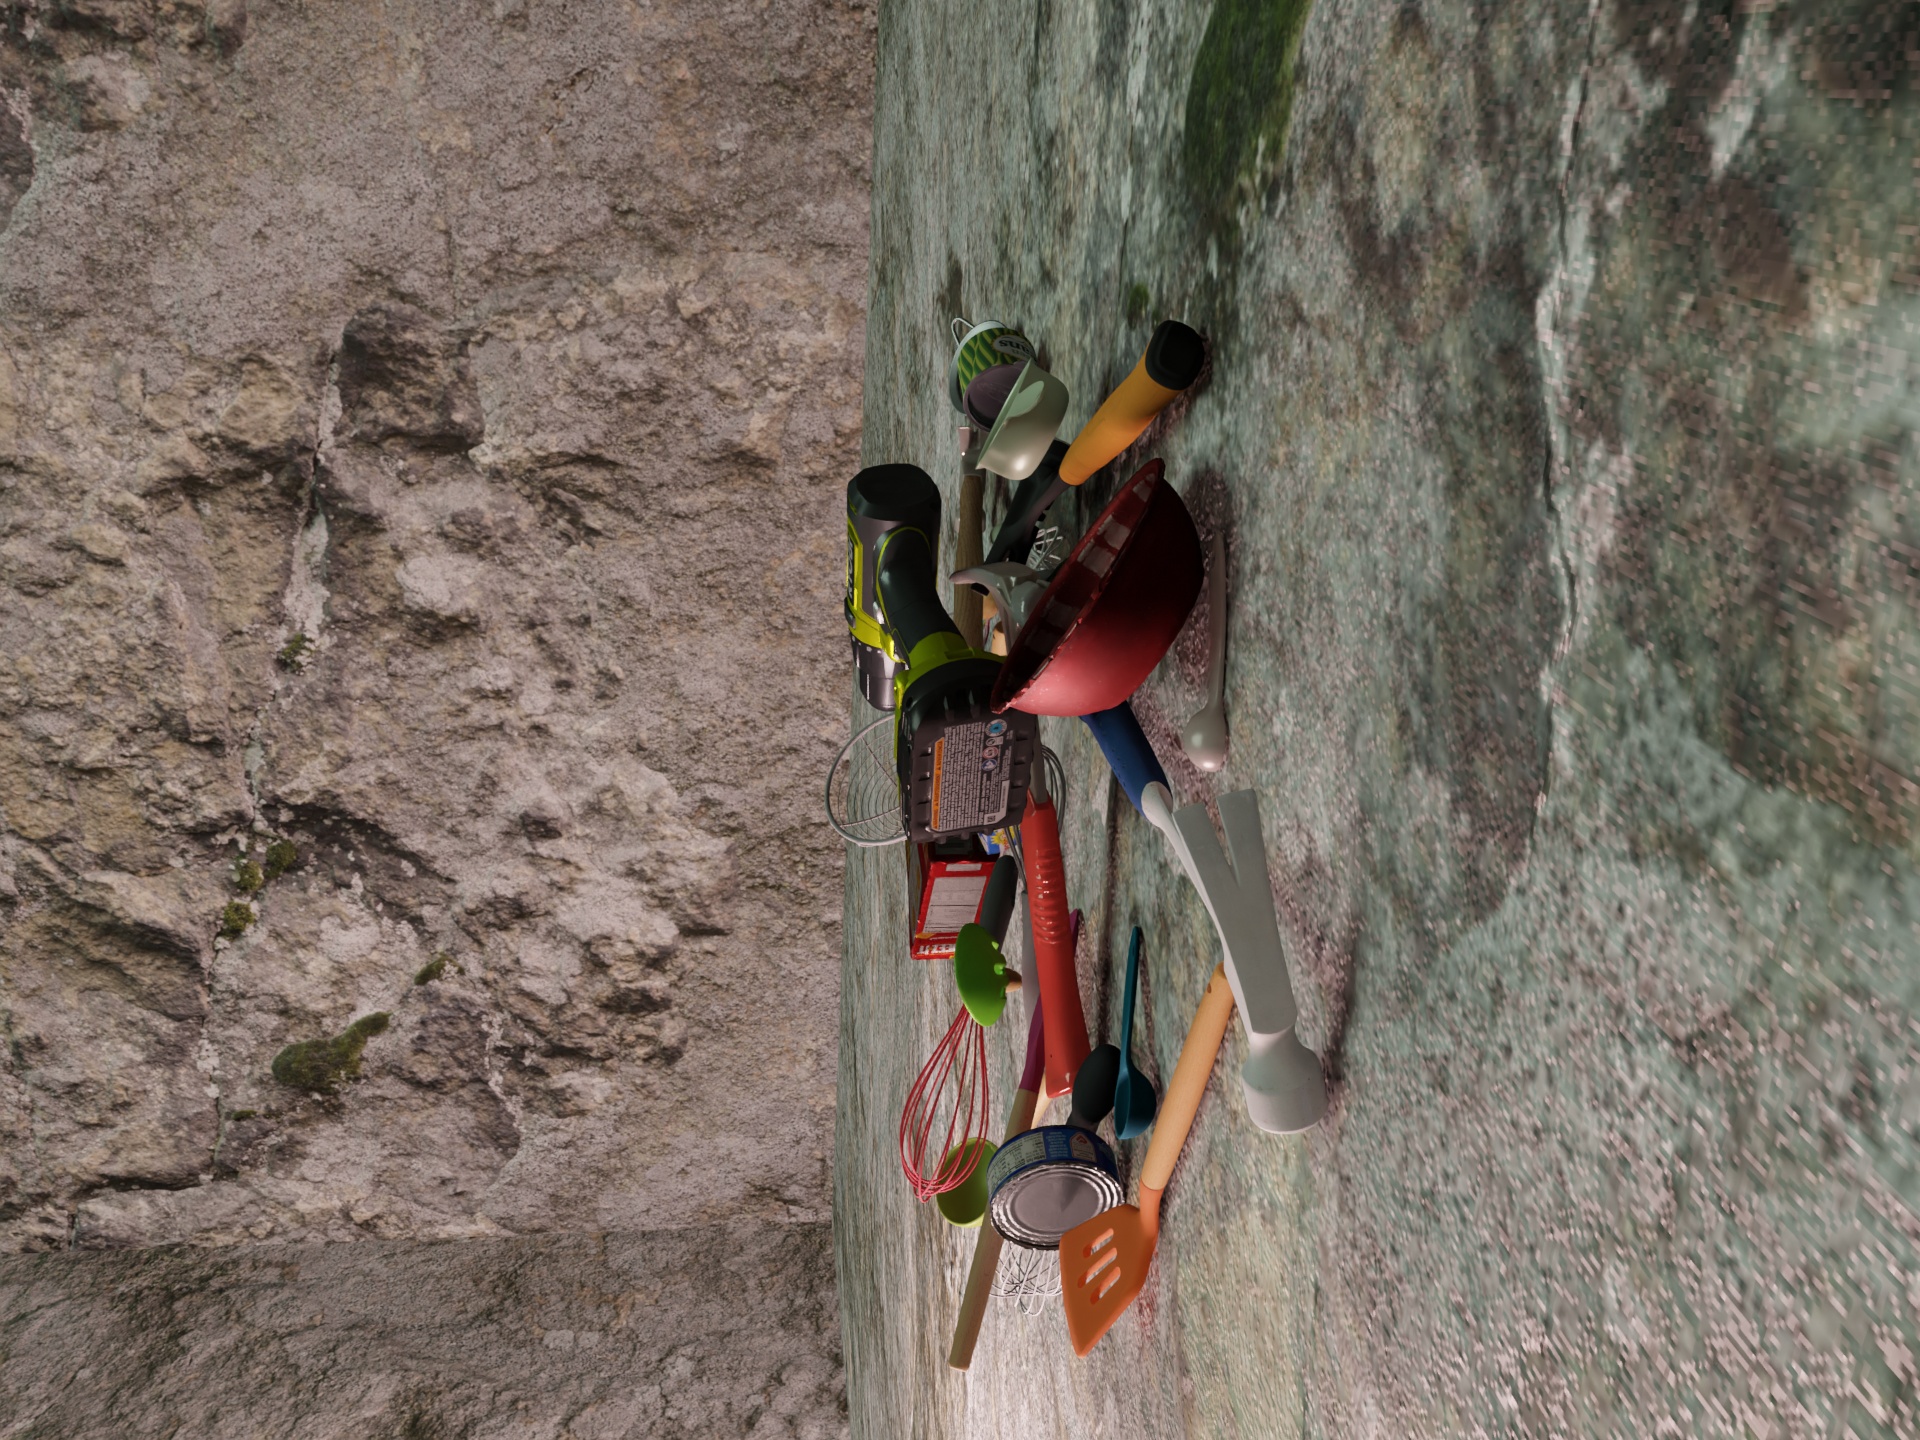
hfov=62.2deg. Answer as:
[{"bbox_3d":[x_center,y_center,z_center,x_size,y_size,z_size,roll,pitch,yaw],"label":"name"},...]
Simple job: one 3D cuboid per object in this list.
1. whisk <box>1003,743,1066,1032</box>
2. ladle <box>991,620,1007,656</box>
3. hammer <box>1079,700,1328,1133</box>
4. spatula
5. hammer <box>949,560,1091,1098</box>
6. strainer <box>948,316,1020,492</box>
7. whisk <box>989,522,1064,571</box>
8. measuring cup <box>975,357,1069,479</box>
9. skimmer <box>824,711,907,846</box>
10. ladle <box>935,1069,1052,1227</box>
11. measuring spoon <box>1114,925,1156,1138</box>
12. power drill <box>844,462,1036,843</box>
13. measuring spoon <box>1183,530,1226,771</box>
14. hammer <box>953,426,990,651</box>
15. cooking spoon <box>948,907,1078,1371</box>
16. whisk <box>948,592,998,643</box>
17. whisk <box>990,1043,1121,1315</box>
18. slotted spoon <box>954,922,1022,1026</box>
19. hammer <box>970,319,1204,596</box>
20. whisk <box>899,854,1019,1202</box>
[{"bbox_3d":[0.057,0.130,1.191,0.055,0.055,0.239,-142,49,-80],"label":"whisk"},{"bbox_3d":[0.032,-0.027,1.273,0.315,0.031,0.069,87,167,-76],"label":"ladle"},{"bbox_3d":[0.104,0.041,0.823,0.406,0.035,0.144,-106,0,-71],"label":"hammer"},{"bbox_3d":[0.103,0.241,0.880,0.081,0.041,0.322,-98,13,-48],"label":"spatula"},{"bbox_3d":[0.049,0.076,1.046,0.149,0.036,0.359,-149,50,-70],"label":"hammer"},{"bbox_3d":[0.037,-0.256,1.356,0.087,0.050,0.259,-47,40,34],"label":"strainer"},{"bbox_3d":[0.048,-0.139,1.283,0.059,0.057,0.246,-53,11,6],"label":"whisk"},{"bbox_3d":[0.050,-0.194,1.024,0.083,0.038,0.167,-63,9,1],"label":"measuring cup"},{"bbox_3d":[-0.002,-0.004,1.169,0.363,0.090,0.127,-45,25,58],"label":"skimmer"},{"bbox_3d":[0.034,0.339,1.297,0.320,0.062,0.078,107,167,-55],"label":"ladle"},{"bbox_3d":[0.109,0.186,0.950,0.042,0.021,0.129,108,170,-66],"label":"measuring spoon"},{"bbox_3d":[-0.026,-0.030,1.035,0.229,0.080,0.190,-113,19,-44],"label":"power drill"},{"bbox_3d":[0.125,-0.035,0.818,0.034,0.018,0.124,-155,66,-81],"label":"measuring spoon"},{"bbox_3d":[0.008,-0.146,1.369,0.332,0.031,0.130,-88,0,-53],"label":"hammer"},{"bbox_3d":[0.041,0.281,1.095,0.068,0.017,0.319,113,174,-69],"label":"cooking spoon"},{"bbox_3d":[0.016,-0.096,1.486,0.245,0.047,0.051,134,137,-73],"label":"whisk"},{"bbox_3d":[0.066,0.313,1.078,0.070,0.070,0.284,-99,18,-49],"label":"whisk"},{"bbox_3d":[0.029,0.190,1.179,0.313,0.031,0.070,58,-158,-78],"label":"slotted spoon"},{"bbox_3d":[0.078,-0.163,0.997,0.127,0.034,0.337,-66,7,-12],"label":"hammer"},{"bbox_3d":[0.008,0.251,1.319,0.073,0.073,0.296,113,172,-69],"label":"whisk"}]
